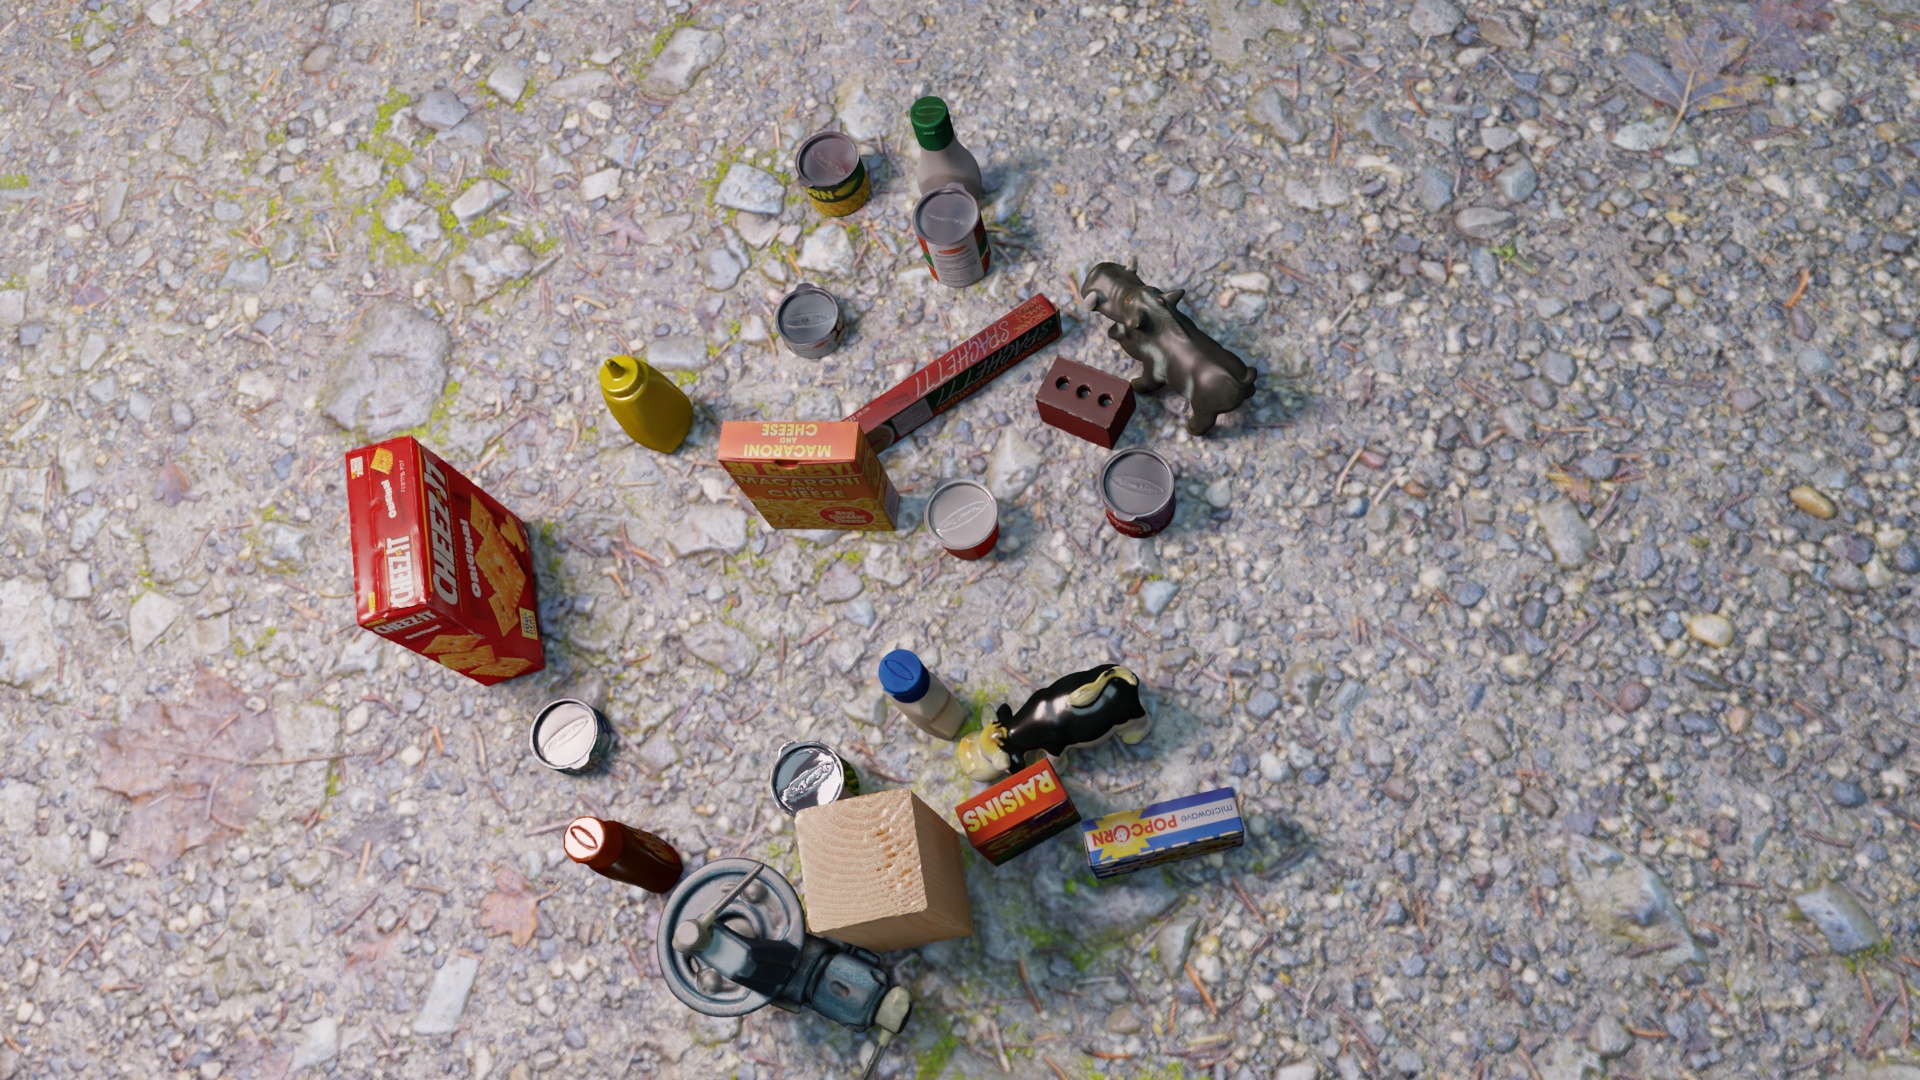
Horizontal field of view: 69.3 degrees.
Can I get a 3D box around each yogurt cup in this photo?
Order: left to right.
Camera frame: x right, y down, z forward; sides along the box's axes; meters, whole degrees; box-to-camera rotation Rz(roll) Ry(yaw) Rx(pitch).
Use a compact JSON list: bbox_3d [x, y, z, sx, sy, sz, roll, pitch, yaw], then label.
[{"bbox_3d":[0.005,-0.016,1.269,0.072,0.053,0.072,-3,69,9],"label":"yogurt cup"}]

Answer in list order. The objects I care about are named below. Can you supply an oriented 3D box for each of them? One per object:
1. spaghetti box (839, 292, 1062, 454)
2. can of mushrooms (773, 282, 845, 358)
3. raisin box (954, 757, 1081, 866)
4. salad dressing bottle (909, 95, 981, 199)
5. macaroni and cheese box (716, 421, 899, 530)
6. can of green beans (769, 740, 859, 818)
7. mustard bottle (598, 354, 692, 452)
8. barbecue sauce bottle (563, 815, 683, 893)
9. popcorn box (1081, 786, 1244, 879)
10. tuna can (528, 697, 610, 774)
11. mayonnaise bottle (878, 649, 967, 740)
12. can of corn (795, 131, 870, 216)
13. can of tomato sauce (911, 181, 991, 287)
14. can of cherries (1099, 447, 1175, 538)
[{"bbox_3d":[-0.013,-0.151,1.326,0.250,0.050,0.029,-33,68,-4],"label":"spaghetti box"},{"bbox_3d":[-0.150,-0.219,1.385,0.071,0.033,0.071,-3,69,9],"label":"can of mushrooms"},{"bbox_3d":[0.049,0.224,1.132,0.086,0.123,0.040,-28,68,-1],"label":"raisin box"},{"bbox_3d":[-0.017,-0.374,1.359,0.064,0.147,0.044,-2,70,9],"label":"salad dressing bottle"},{"bbox_3d":[-0.132,-0.055,1.247,0.124,0.166,0.040,1,70,10],"label":"macaroni and cheese box"},{"bbox_3d":[-0.125,0.212,1.203,0.071,0.057,0.071,-3,69,9],"label":"can of green beans"},{"bbox_3d":[-0.303,-0.138,1.312,0.049,0.159,0.065,22,75,17],"label":"mustard bottle"},{"bbox_3d":[-0.285,0.261,1.163,0.065,0.148,0.044,33,79,19],"label":"barbecue sauce bottle"},{"bbox_3d":[0.165,0.238,1.127,0.127,0.085,0.038,-14,68,4],"label":"popcorn box"},{"bbox_3d":[-0.355,0.181,1.268,0.071,0.032,0.071,-3,69,9],"label":"tuna can"},{"bbox_3d":[-0.036,0.128,1.170,0.065,0.147,0.041,31,78,19],"label":"mayonnaise bottle"},{"bbox_3d":[-0.132,-0.374,1.427,0.071,0.058,0.071,-3,69,9],"label":"can of corn"},{"bbox_3d":[-0.007,-0.299,1.363,0.071,0.083,0.071,-3,69,9],"label":"can of tomato sauce"},{"bbox_3d":[0.159,-0.040,1.249,0.071,0.058,0.072,-3,69,9],"label":"can of cherries"}]
